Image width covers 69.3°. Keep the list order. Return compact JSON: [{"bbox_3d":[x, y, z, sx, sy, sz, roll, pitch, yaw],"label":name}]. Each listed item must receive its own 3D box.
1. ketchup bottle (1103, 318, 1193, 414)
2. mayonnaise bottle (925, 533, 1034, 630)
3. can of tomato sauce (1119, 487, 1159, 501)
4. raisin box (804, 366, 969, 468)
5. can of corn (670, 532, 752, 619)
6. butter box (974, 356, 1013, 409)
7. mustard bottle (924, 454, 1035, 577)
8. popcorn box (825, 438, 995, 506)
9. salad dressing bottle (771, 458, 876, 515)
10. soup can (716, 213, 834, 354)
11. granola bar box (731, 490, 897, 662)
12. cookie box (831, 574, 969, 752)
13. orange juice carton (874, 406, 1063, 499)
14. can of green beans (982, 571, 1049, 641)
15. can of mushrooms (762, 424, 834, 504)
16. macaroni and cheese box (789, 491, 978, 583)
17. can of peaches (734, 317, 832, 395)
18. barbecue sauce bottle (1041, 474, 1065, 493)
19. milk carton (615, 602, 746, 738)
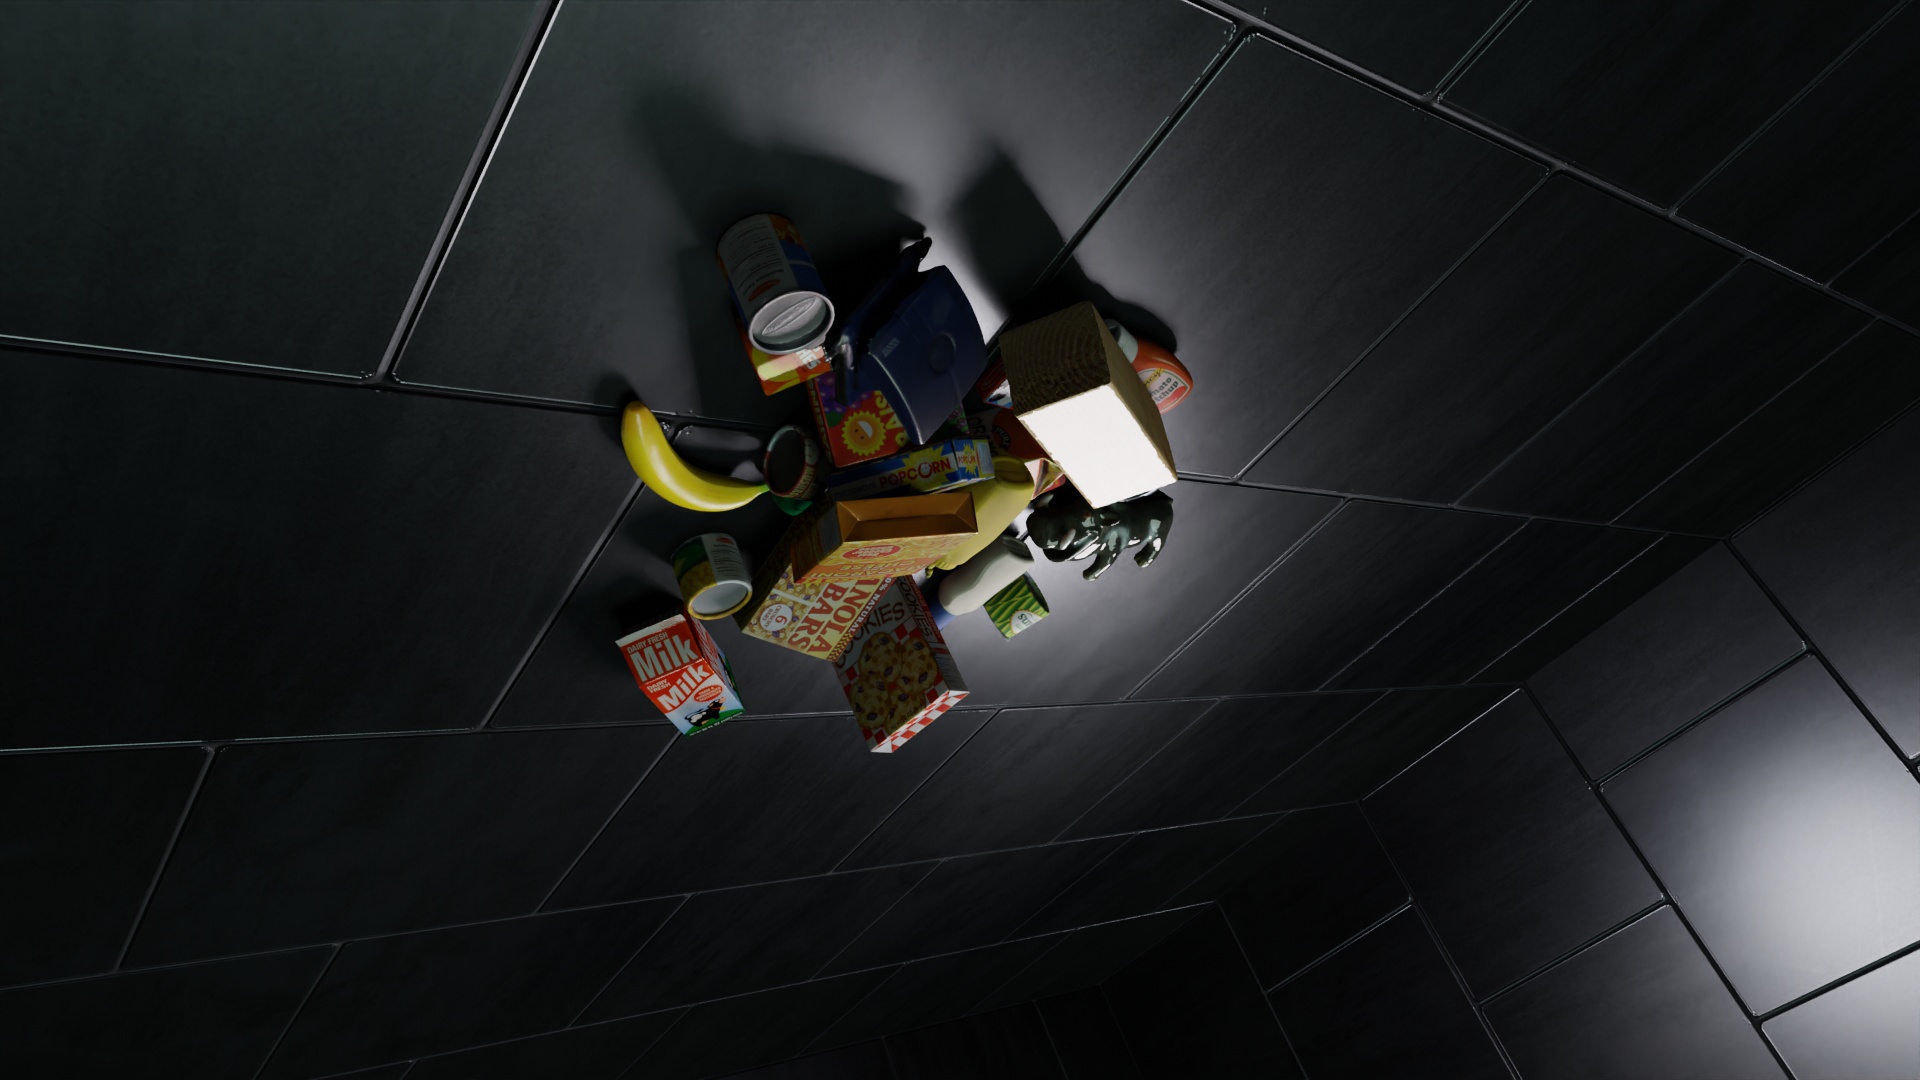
[{"bbox_3d":[0.170,-0.169,1.343,0.064,0.044,0.148,-35,149,18],"label":"ketchup bottle"},{"bbox_3d":[0.012,0.050,1.582,0.147,0.041,0.065,-39,147,25],"label":"mayonnaise bottle"},{"bbox_3d":[0.169,-0.092,1.426,0.071,0.083,0.071,-19,150,-11],"label":"can of tomato sauce"},{"bbox_3d":[-0.064,-0.118,1.201,0.124,0.086,0.040,-16,-172,-17],"label":"raisin box"},{"bbox_3d":[-0.242,0.037,1.343,0.071,0.058,0.070,-19,150,-11],"label":"can of corn"},{"bbox_3d":[0.068,-0.147,1.320,0.103,0.024,0.053,10,135,-46],"label":"butter box"},{"bbox_3d":[0.005,-0.016,1.308,0.065,0.049,0.159,3,141,-40],"label":"mustard bottle"},{"bbox_3d":[-0.043,-0.057,1.224,0.126,0.038,0.085,-15,179,22],"label":"popcorn box"},{"bbox_3d":[-0.112,-0.079,1.273,0.147,0.044,0.064,-38,155,23],"label":"salad dressing bottle"},{"bbox_3d":[-0.137,-0.189,1.031,0.071,0.084,0.071,-19,150,-11],"label":"soup can"},{"bbox_3d":[-0.131,0.035,1.380,0.124,0.039,0.165,23,109,-41],"label":"granola bar box"},{"bbox_3d":[-0.077,0.126,1.504,0.122,0.168,0.040,-40,150,24],"label":"cookie box"},{"bbox_3d":[0.012,-0.072,1.349,0.193,0.072,0.072,-17,150,-15],"label":"orange juice carton"},{"bbox_3d":[0.064,0.073,1.631,0.058,0.071,0.071,-32,150,11],"label":"can of green beans"},{"bbox_3d":[-0.144,-0.067,1.237,0.033,0.071,0.070,11,135,-44],"label":"can of mushrooms"},{"bbox_3d":[-0.073,0.001,1.238,0.124,0.040,0.166,-4,167,-22],"label":"macaroni and cheese box"},{"bbox_3d":[-0.140,-0.155,1.100,0.058,0.071,0.071,-22,151,-4],"label":"can of peaches"},{"bbox_3d":[0.032,-0.052,1.426,0.148,0.044,0.064,-24,155,-2],"label":"barbecue sauce bottle"},{"bbox_3d":[-0.291,0.129,1.440,0.072,0.074,0.189,-24,151,-3],"label":"milk carton"}]
